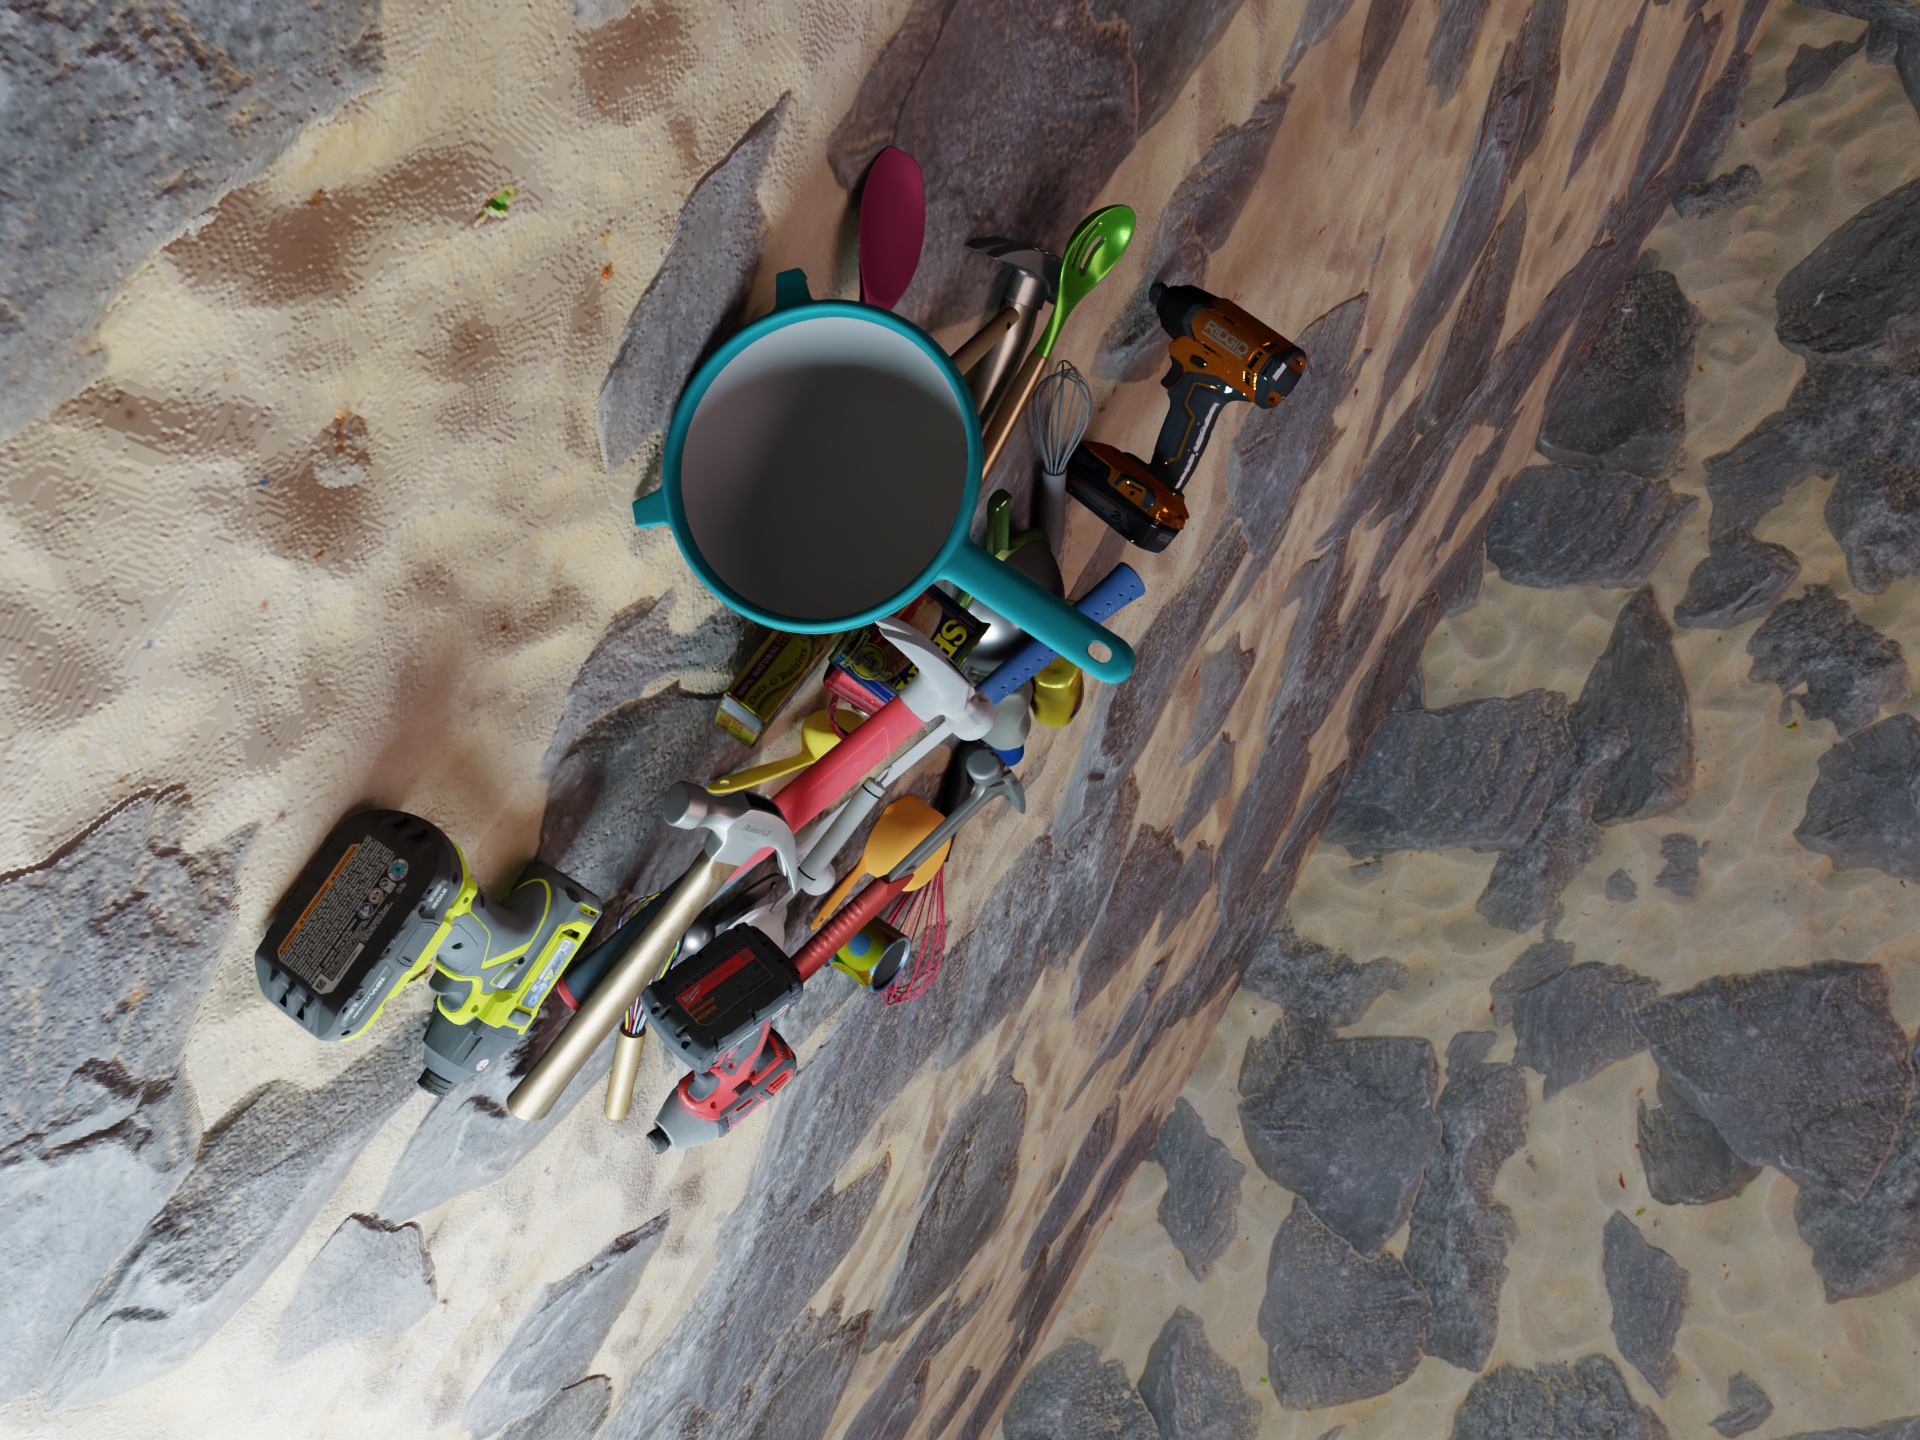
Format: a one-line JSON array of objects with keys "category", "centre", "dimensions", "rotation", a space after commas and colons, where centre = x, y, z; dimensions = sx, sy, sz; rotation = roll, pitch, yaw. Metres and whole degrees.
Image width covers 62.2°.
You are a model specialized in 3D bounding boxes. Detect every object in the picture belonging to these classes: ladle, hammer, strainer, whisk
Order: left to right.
[{"category": "hammer", "centre": [-0.232, 0.177, 1.156], "dimensions": [0.130, 0.031, 0.331], "rotation": [18, 119, -43]}, {"category": "whisk", "centre": [-0.258, 0.234, 1.289], "dimensions": [0.047, 0.051, 0.244], "rotation": [-34, 148, -53]}, {"category": "hammer", "centre": [-0.157, 0.078, 1.164], "dimensions": [0.386, 0.038, 0.143], "rotation": [-40, 137, 8]}, {"category": "strainer", "centre": [-0.136, 0.140, 1.349], "dimensions": [0.258, 0.050, 0.086], "rotation": [-52, 156, 7]}, {"category": "hammer", "centre": [-0.083, 0.170, 1.459], "dimensions": [0.359, 0.037, 0.149], "rotation": [-43, 158, -6]}, {"category": "ladle", "centre": [-0.056, -0.198, 1.162], "dimensions": [0.320, 0.062, 0.078], "rotation": [-46, 146, -18]}, {"category": "strainer", "centre": [-0.027, -0.122, 1.018], "dimensions": [0.211, 0.340, 0.095], "rotation": [-57, 167, 5]}, {"category": "whisk", "centre": [-0.029, 0.158, 1.628], "dimensions": [0.073, 0.073, 0.296], "rotation": [-4, 114, -61]}, {"category": "hammer", "centre": [-0.014, -0.190, 1.309], "dimensions": [0.146, 0.038, 0.410], "rotation": [-7, 123, -58]}, {"category": "hammer", "centre": [-0.002, -0.004, 1.402], "dimensions": [0.405, 0.035, 0.144], "rotation": [-39, 150, -6]}, {"category": "strainer", "centre": [0.052, -0.119, 1.414], "dimensions": [0.151, 0.069, 0.256], "rotation": [-46, 163, -17]}, {"category": "whisk", "centre": [0.088, -0.227, 1.453], "dimensions": [0.055, 0.055, 0.238], "rotation": [-45, 154, -31]}]

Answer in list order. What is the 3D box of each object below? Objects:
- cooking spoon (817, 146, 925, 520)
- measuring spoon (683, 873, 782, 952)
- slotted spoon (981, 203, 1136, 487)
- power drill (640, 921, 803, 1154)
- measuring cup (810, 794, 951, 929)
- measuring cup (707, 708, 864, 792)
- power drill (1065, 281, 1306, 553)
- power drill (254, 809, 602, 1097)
[{"category": "cooking spoon", "centre": [-0.074, -0.233, 1.097], "dimensions": [0.068, 0.017, 0.319], "rotation": [8, 95, -54]}, {"category": "measuring spoon", "centre": [-0.191, 0.165, 1.368], "dimensions": [0.124, 0.018, 0.034], "rotation": [-33, 143, -46]}, {"category": "slotted spoon", "centre": [0.050, -0.269, 1.271], "dimensions": [0.070, 0.031, 0.313], "rotation": [12, 109, -61]}, {"category": "power drill", "centre": [-0.200, 0.274, 1.309], "dimensions": [0.143, 0.079, 0.219], "rotation": [-34, 154, -29]}, {"category": "measuring cup", "centre": [-0.073, 0.150, 1.533], "dimensions": [0.174, 0.052, 0.095], "rotation": [-48, 152, -31]}, {"category": "measuring cup", "centre": [-0.140, 0.024, 1.291], "dimensions": [0.156, 0.062, 0.029], "rotation": [-20, 124, -40]}, {"category": "power drill", "centre": [0.192, -0.289, 1.482], "dimensions": [0.226, 0.164, 0.084], "rotation": [-55, 157, 17]}, {"category": "power drill", "centre": [-0.335, 0.155, 1.020], "dimensions": [0.171, 0.080, 0.223], "rotation": [-57, 158, -10]}]
